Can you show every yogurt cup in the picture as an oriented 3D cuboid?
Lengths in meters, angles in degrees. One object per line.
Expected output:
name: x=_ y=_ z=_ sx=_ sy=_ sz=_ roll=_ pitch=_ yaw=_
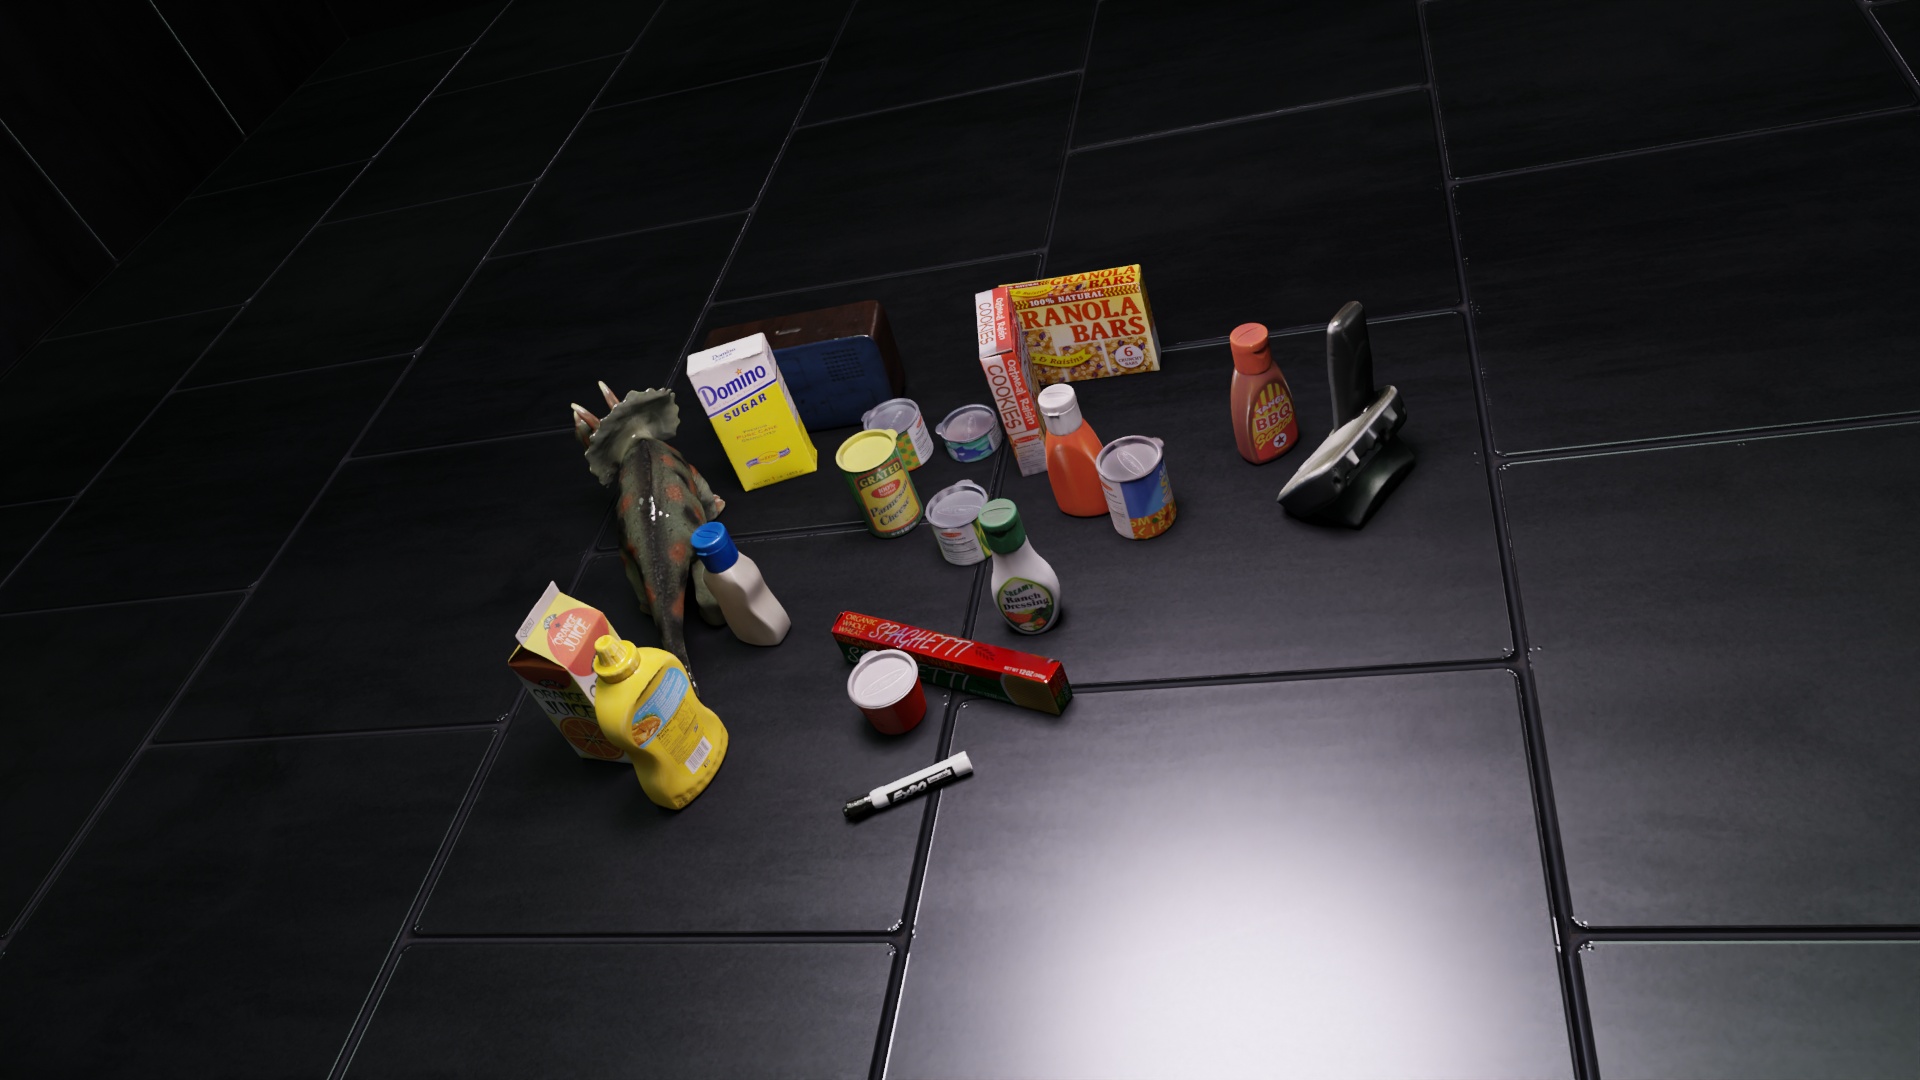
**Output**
yogurt cup: x=-0.065 y=0.145 z=1.298 sx=0.072 sy=0.053 sz=0.073 roll=-12 pitch=42 yaw=11

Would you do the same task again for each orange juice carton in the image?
orange juice carton: x=-0.365 y=0.129 z=1.339 sx=0.073 sy=0.191 sz=0.072 roll=1 pitch=46 yaw=25

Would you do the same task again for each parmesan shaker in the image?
parmesan shaker: x=-0.083 y=-0.061 z=1.490 sx=0.071 sy=0.102 sz=0.072 roll=-12 pitch=42 yaw=11

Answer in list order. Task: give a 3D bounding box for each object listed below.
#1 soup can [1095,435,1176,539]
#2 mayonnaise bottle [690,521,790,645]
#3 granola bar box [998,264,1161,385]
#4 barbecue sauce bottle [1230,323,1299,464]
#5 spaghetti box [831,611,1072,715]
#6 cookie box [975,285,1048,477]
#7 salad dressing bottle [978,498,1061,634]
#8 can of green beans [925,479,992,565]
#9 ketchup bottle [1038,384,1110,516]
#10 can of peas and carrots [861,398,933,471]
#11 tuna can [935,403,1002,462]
soup can: x=0.178 y=-0.053 z=1.384 sx=0.071 sy=0.083 sz=0.072 roll=-12 pitch=42 yaw=11
mayonnaise bottle: x=-0.226 y=0.045 z=1.403 sx=0.065 sy=0.147 sz=0.041 roll=6 pitch=48 yaw=29
granola bar box: x=0.135 y=-0.241 z=1.575 sx=0.165 sy=0.123 sz=0.039 roll=-5 pitch=43 yaw=18
barbecue sauce bottle: x=0.298 y=-0.148 z=1.385 sx=0.065 sy=0.147 sz=0.044 roll=-31 pitch=41 yaw=-10
spaghetti box: x=-0.013 y=0.114 z=1.312 sx=0.250 sy=0.050 sz=0.029 roll=10 pitch=50 yaw=32
cookie box: x=0.059 y=-0.172 z=1.500 sx=0.040 sy=0.166 sz=0.123 roll=-14 pitch=41 yaw=10
salad dressing bottle: x=0.053 y=0.025 z=1.305 sx=0.064 sy=0.147 sz=0.044 roll=-10 pitch=42 yaw=14
can of green beans: x=0.004 y=-0.016 z=1.439 sx=0.071 sy=0.057 sz=0.071 roll=-12 pitch=42 yaw=11
ketchup bottle: x=0.114 y=-0.089 z=1.401 sx=0.064 sy=0.148 sz=0.044 roll=0 pitch=45 yaw=24
can of peas and carrots: x=-0.072 y=-0.119 z=1.582 sx=0.071 sy=0.058 sz=0.071 roll=-12 pitch=42 yaw=11
tuna can: x=0.010 y=-0.120 z=1.568 sx=0.071 sy=0.032 sz=0.071 roll=-12 pitch=42 yaw=11
